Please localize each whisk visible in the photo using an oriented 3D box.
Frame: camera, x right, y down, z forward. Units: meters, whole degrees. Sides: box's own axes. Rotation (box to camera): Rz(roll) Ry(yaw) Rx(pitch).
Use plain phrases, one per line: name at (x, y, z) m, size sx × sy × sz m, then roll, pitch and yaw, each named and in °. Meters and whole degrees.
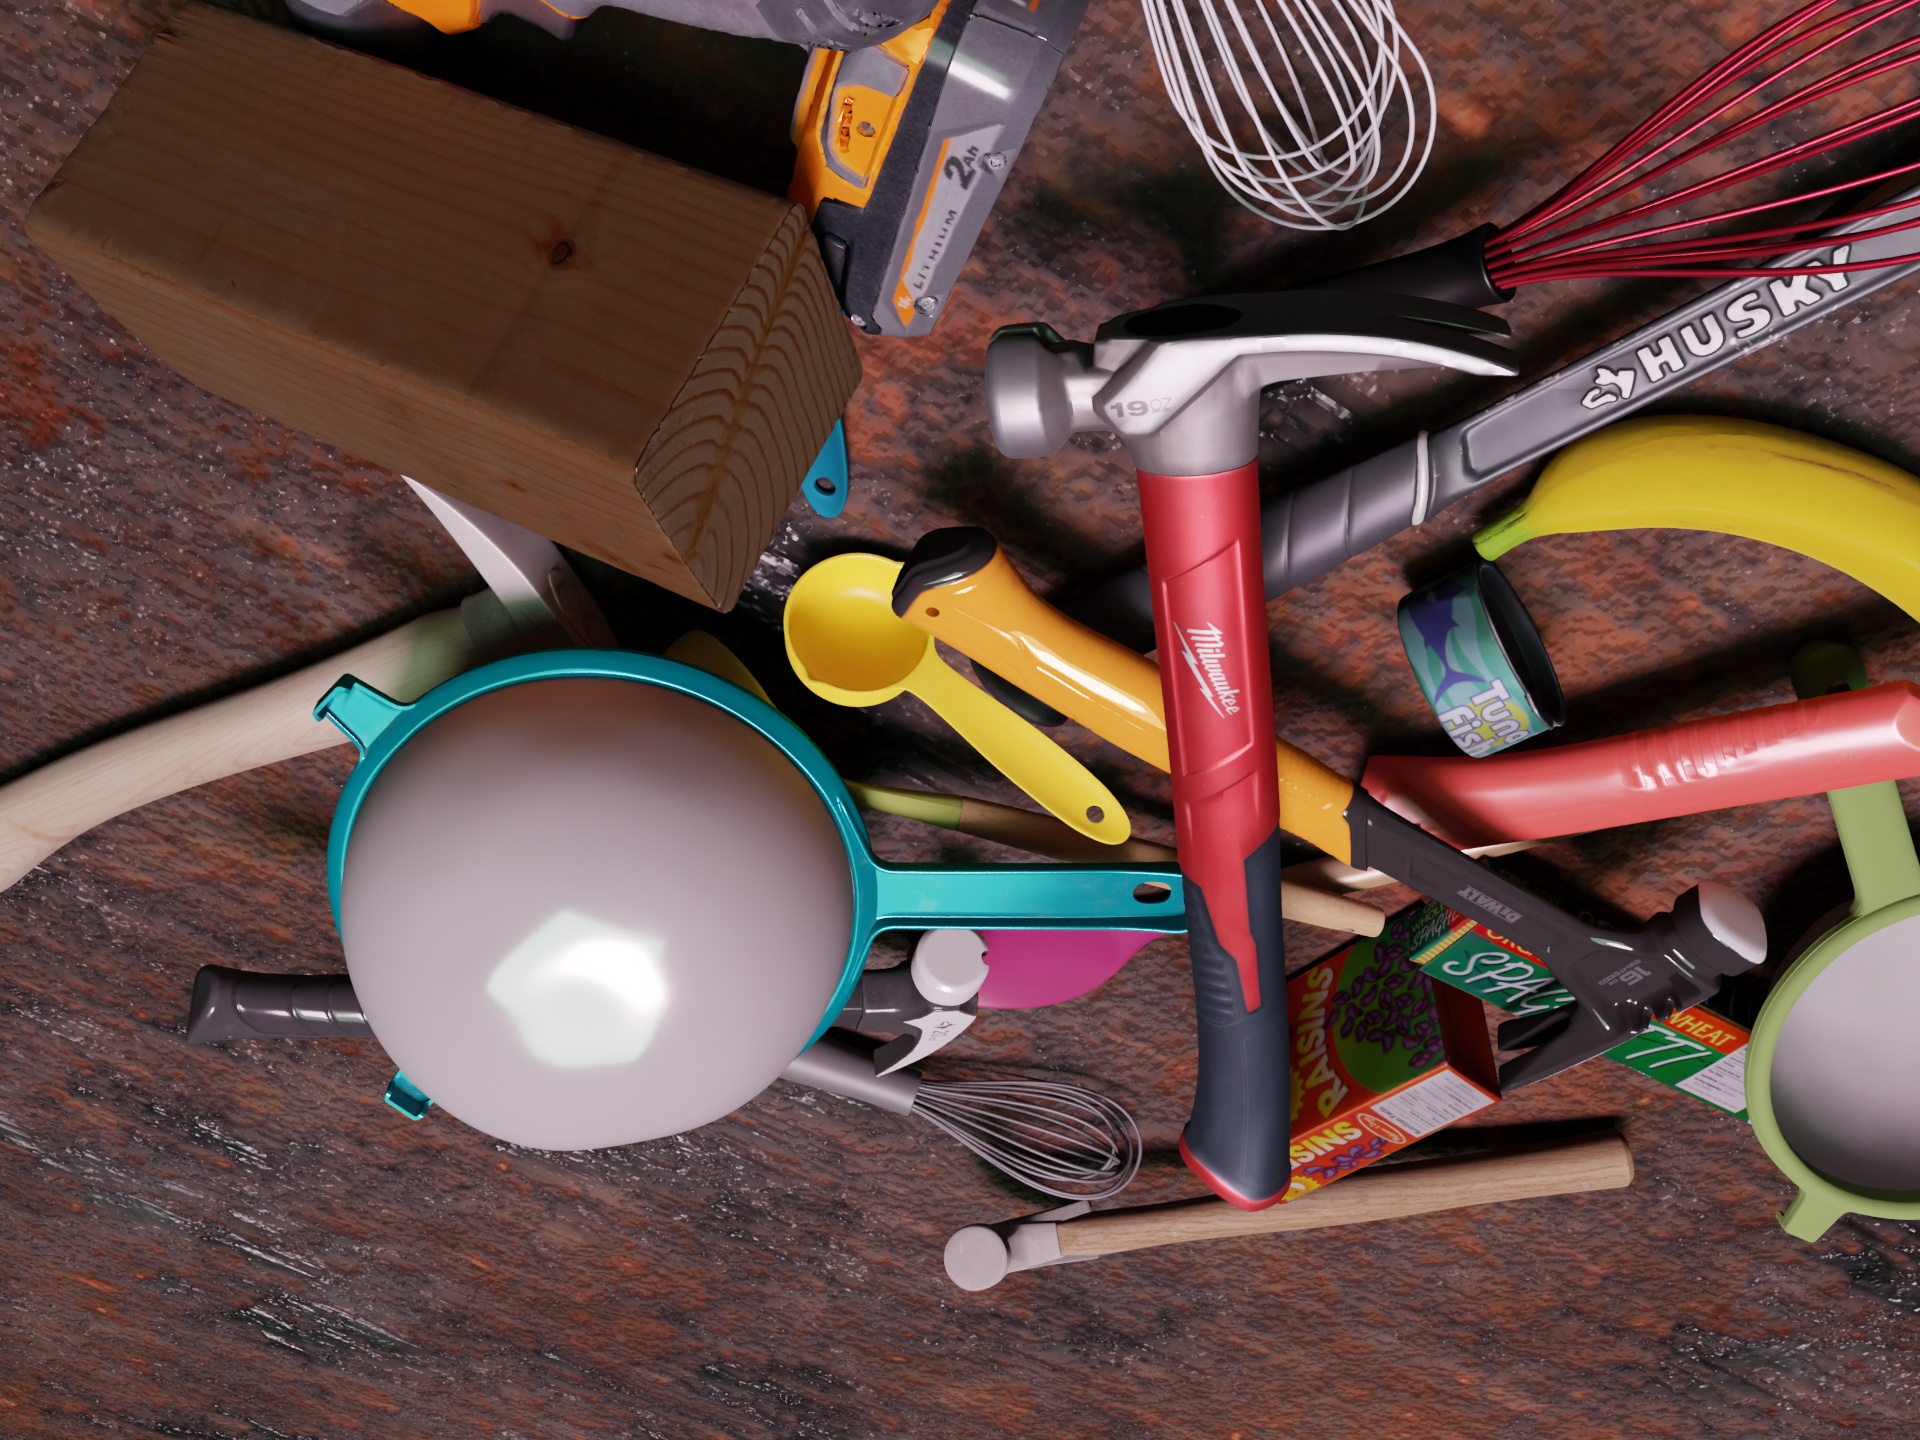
whisk at (0.169, -0.135, 0.445) m, size 0.296 × 0.073 × 0.073 m, roll -11°, pitch 130°, yaw 43°
whisk at (0.043, -0.251, 0.411) m, size 0.070 × 0.070 × 0.284 m, roll -24°, pitch 118°, yaw 26°
whisk at (-0.024, 0.184, 0.800) m, size 0.239 × 0.055 × 0.055 m, roll 18°, pitch 131°, yaw 0°

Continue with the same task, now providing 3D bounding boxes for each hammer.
hammer at (-0.336, 0.003, 0.699) m, size 0.410 × 0.038 × 0.146 m, roll -17°, pitch 124°, yaw 22°
hammer at (0.108, 0.041, 0.546) m, size 0.143 × 0.038 × 0.385 m, roll -1°, pitch 128°, yaw 14°
hammer at (-0.162, 0.126, 0.699) m, size 0.334 × 0.035 × 0.146 m, roll 1°, pitch 155°, yaw -10°
hammer at (0.121, 0.031, 0.586) m, size 0.336 × 0.034 × 0.127 m, roll 30°, pitch 135°, yaw -11°
hammer at (0.163, 0.244, 0.799) m, size 0.331 × 0.031 × 0.130 m, roll -11°, pitch 164°, yaw 8°
hammer at (0.309, 0.015, 0.554) m, size 0.359 × 0.037 × 0.149 m, roll -15°, pitch 117°, yaw 35°
hammer at (0.166, -0.092, 0.518) m, size 0.409 × 0.036 × 0.149 m, roll -26°, pitch 97°, yaw 33°

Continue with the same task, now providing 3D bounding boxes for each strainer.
strainer at (0.364, 0.077, 0.638) m, size 0.151 × 0.069 × 0.256 m, roll -22°, pitch 106°, yaw 8°
strainer at (-0.073, 0.086, 0.585) m, size 0.340 × 0.095 × 0.210 m, roll 0°, pitch 115°, yaw -1°

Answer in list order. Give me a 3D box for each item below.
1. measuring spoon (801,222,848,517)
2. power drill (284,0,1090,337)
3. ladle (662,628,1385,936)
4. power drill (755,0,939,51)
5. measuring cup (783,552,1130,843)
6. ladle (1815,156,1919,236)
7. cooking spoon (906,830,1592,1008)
measuring spoon at (-0.051, -0.125, 0.560) m, size 0.042 × 0.021 × 0.128 m, roll 9°, pitch 141°, yaw 10°
power drill at (-0.090, -0.201, 0.448) m, size 0.226 × 0.084 × 0.164 m, roll 25°, pitch 150°, yaw -8°
ladle at (0.027, 0.033, 0.654) m, size 0.320 × 0.062 × 0.078 m, roll 15°, pitch 159°, yaw -8°
power drill at (0.042, -0.240, 0.341) m, size 0.227 × 0.080 × 0.187 m, roll -41°, pitch 114°, yaw -7°
measuring cup at (-0.001, -0.002, 0.604) m, size 0.156 × 0.062 × 0.029 m, roll 39°, pitch 162°, yaw 3°
ladle at (0.334, -0.195, 0.427) m, size 0.069 × 0.031 × 0.315 m, roll 37°, pitch 128°, yaw -18°
cooking spoon at (0.121, 0.079, 0.701) m, size 0.319 × 0.017 × 0.068 m, roll -17°, pitch 125°, yaw 23°
